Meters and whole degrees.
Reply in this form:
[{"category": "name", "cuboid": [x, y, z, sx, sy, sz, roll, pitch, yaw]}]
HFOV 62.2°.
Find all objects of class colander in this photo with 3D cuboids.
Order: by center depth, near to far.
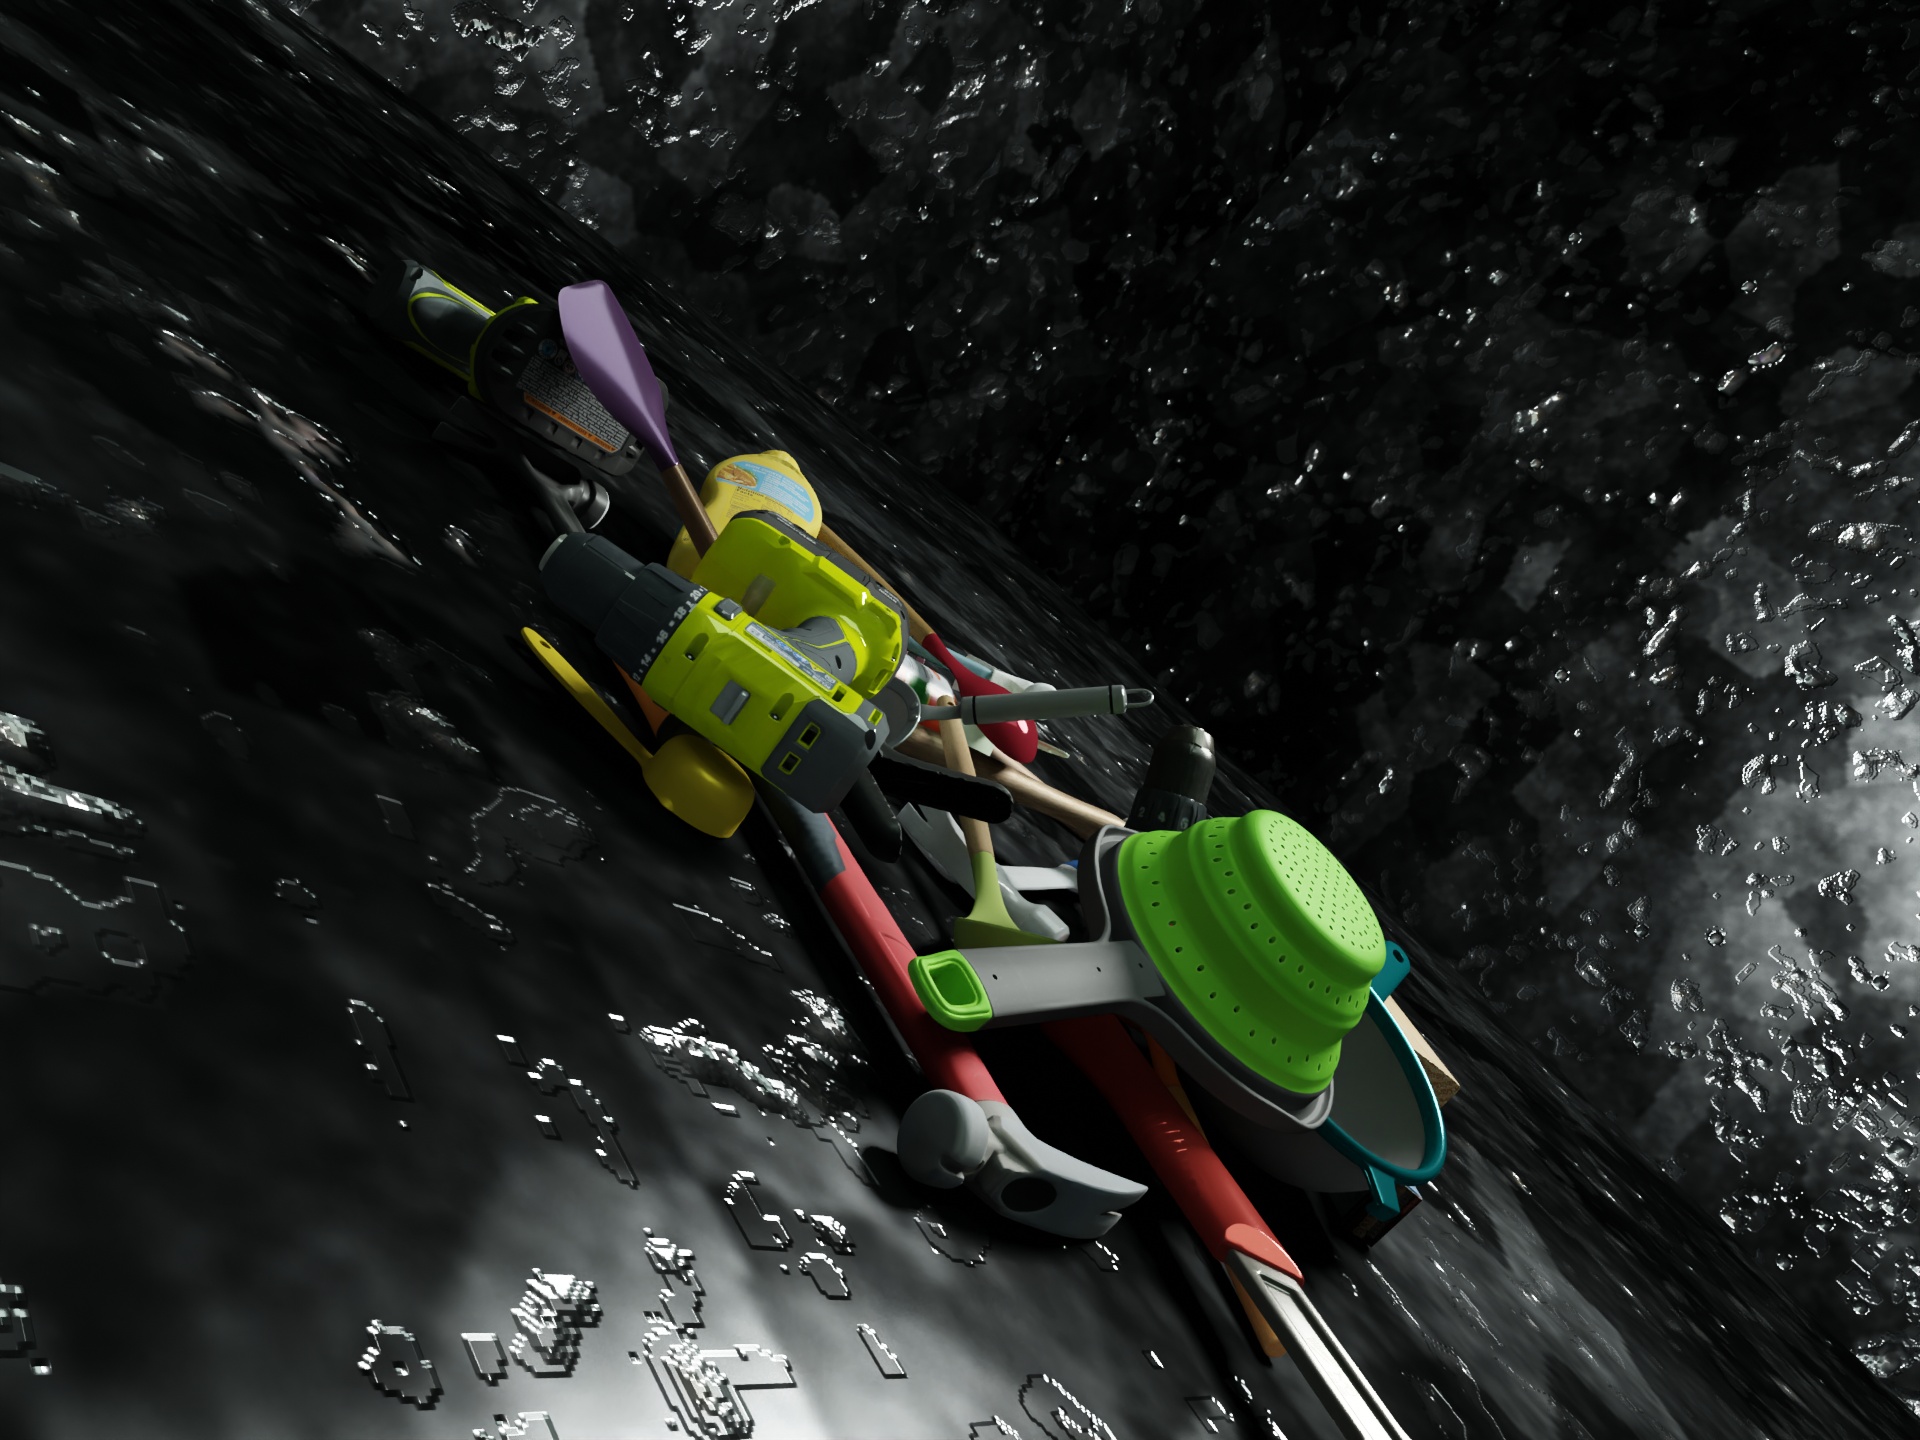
[{"category": "colander", "cuboid": [0.121, 0.111, 0.823, 0.396, 0.094, 0.205, 8, 44, -54]}]

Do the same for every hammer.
[{"category": "hammer", "cuboid": [0.136, 0.242, 0.781, 0.149, 0.036, 0.359, 10, 21, -26]}, {"category": "hammer", "cuboid": [-0.043, 0.101, 0.813, 0.143, 0.038, 0.387, 33, 12, -42]}, {"category": "hammer", "cuboid": [-0.224, -0.087, 0.961, 0.127, 0.034, 0.337, 32, 13, -44]}, {"category": "hammer", "cuboid": [0.029, 0.043, 1.165, 0.331, 0.031, 0.130, 25, 1, -20]}, {"category": "hammer", "cuboid": [0.077, 0.114, 1.201, 0.144, 0.035, 0.405, 44, 11, 19]}, {"category": "hammer", "cuboid": [-0.079, -0.084, 1.301, 0.331, 0.033, 0.128, 26, -2, -14]}]

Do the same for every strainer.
[{"category": "strainer", "cuboid": [-0.002, -0.003, 1.053, 0.087, 0.258, 0.050, -86, 169, -47]}, {"category": "strainer", "cuboid": [0.234, 0.216, 1.076, 0.211, 0.095, 0.340, 52, 24, 13]}]

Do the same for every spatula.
[{"category": "spatula", "cuboid": [0.120, 0.234, 0.897, 0.081, 0.041, 0.323, 37, 15, -23]}, {"category": "spatula", "cuboid": [-0.183, -0.144, 1.057, 0.060, 0.018, 0.316, -35, 102, -47]}]

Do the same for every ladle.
[{"category": "ladle", "cuboid": [0.016, 0.063, 0.999, 0.078, 0.062, 0.320, 19, 28, -20]}, {"category": "ladle", "cuboid": [-0.038, -0.075, 1.228, 0.069, 0.031, 0.316, 13, 27, -51]}]

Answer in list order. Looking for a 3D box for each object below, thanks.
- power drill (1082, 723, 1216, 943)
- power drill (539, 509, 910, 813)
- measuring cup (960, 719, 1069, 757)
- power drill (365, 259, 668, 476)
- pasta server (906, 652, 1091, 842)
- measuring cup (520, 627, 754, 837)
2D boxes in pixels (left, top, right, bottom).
[{"category": "power drill", "cuboid": [0.170, 0.120, 1.120, 0.080, 0.188, 0.226, 10, -14, 35]}, {"category": "power drill", "cuboid": [-0.118, -0.050, 0.879, 0.190, 0.080, 0.228, 36, 16, -4]}, {"category": "measuring cup", "cuboid": [0.019, 0.021, 1.233, 0.083, 0.038, 0.168, 32, -9, -41]}, {"category": "power drill", "cuboid": [-0.311, -0.252, 1.143, 0.171, 0.080, 0.223, 30, 1, -43]}, {"category": "pasta server", "cuboid": [0.029, 0.020, 1.425, 0.316, 0.040, 0.060, 40, -16, -12]}, {"category": "measuring cup", "cuboid": [-0.166, -0.002, 0.819, 0.156, 0.029, 0.062, 44, 10, 9]}]
